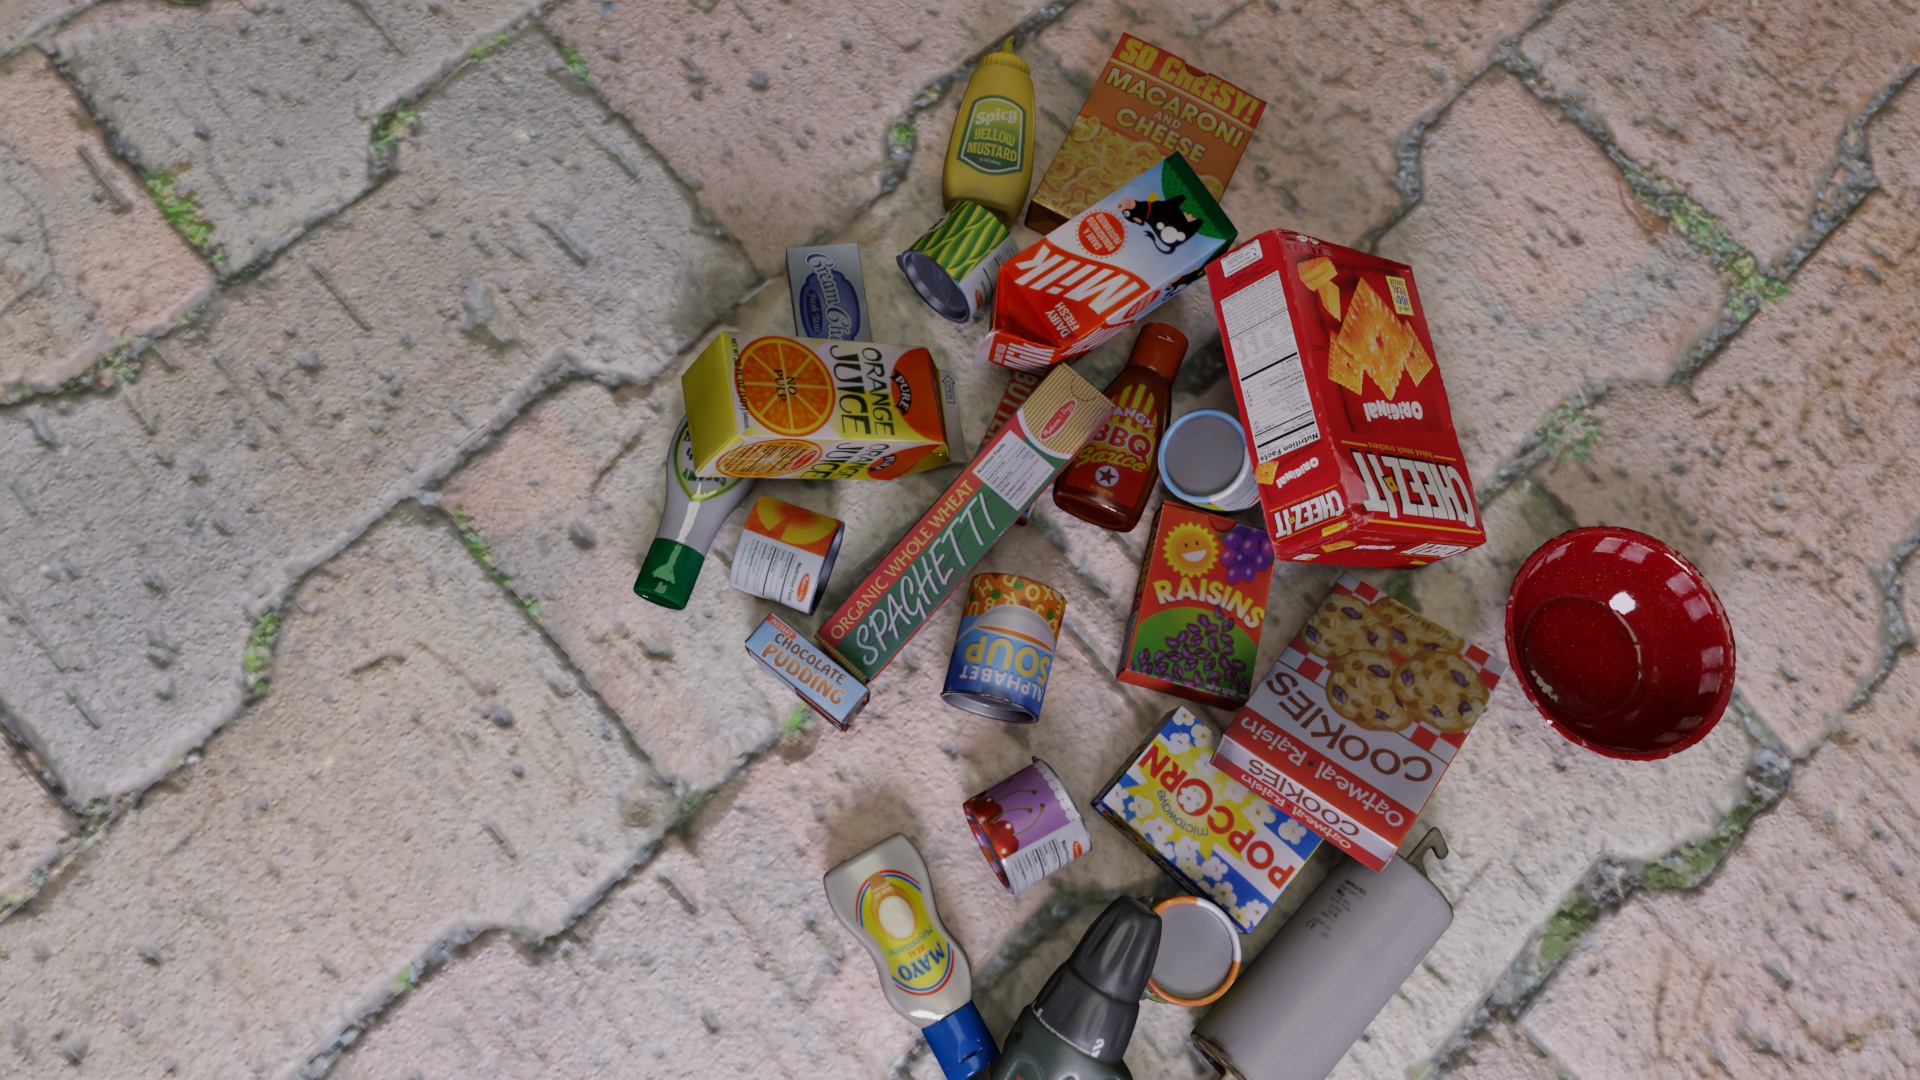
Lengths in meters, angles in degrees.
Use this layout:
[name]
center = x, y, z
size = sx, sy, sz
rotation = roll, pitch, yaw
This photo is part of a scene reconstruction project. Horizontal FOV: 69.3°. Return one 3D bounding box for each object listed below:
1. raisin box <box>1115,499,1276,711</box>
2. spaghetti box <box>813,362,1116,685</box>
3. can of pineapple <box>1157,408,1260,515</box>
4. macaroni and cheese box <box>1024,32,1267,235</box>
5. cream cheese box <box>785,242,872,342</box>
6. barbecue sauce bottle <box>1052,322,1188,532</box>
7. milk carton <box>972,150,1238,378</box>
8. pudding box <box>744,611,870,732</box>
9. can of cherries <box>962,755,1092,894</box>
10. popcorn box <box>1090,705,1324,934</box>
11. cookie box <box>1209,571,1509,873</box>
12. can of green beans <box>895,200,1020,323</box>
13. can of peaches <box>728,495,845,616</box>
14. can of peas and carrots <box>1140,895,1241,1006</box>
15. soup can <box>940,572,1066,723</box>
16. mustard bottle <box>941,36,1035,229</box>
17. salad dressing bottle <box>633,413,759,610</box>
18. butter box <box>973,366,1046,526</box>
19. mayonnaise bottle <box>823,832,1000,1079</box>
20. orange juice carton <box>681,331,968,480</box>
[raisin box]
center = 0.161, 0.044, 0.944
size = 0.086, 0.040, 0.124
rotation = 16, 72, 0
[spaghetti box]
center = 0.003, -0.012, 0.929
size = 0.050, 0.028, 0.250
rotation = 41, 84, 6
[can of pineapple]
center = 0.173, -0.054, 0.952
size = 0.071, 0.058, 0.071
rotation = -4, 80, 27
[macaroni and cheese box]
center = 0.140, -0.283, 1.038
size = 0.124, 0.040, 0.167
rotation = 27, 73, 2
[cream cheese box]
center = -0.092, -0.160, 0.987
size = 0.053, 0.024, 0.104
rotation = -8, 74, -9
[barbecue sauce bottle]
center = 0.119, -0.082, 0.975
size = 0.065, 0.043, 0.149
rotation = 21, 72, 7
[milk carton]
center = 0.088, -0.176, 0.951
size = 0.191, 0.072, 0.073
rotation = -34, 84, -8
[pudding box]
center = -0.098, 0.086, 0.900
size = 0.084, 0.049, 0.030
rotation = 38, 76, 7
[can of cherries]
center = 0.040, 0.179, 0.880
size = 0.058, 0.071, 0.071
rotation = -28, 78, -11
[popcorn box]
center = 0.161, 0.181, 0.903
size = 0.127, 0.038, 0.085
rotation = 41, 74, 7
[cookie box]
center = 0.258, 0.113, 0.897
size = 0.123, 0.040, 0.168
rotation = 32, 57, 20
[can of green beans]
center = 0.001, -0.198, 0.986
size = 0.071, 0.071, 0.058
rotation = 42, 74, 7
[can of peaches]
center = -0.114, 0.009, 0.915
size = 0.058, 0.071, 0.071
rotation = 19, 73, 0
[can of peas and carrots]
center = 0.134, 0.258, 0.868
size = 0.071, 0.058, 0.071
rotation = 1, 73, -5
[soup can]
center = 0.029, 0.070, 0.907
size = 0.071, 0.071, 0.084
rotation = 15, 73, -1
[mustard bottle]
center = 0.025, -0.310, 1.030
size = 0.065, 0.048, 0.160
rotation = 9, 73, -4
[salad dressing bottle]
center = -0.175, -0.027, 0.930
size = 0.064, 0.044, 0.148
rotation = 19, 73, -1
[butter box]
center = 0.042, -0.067, 0.973
size = 0.053, 0.024, 0.104
rotation = 24, 73, 1
[mayonnaise bottle]
center = -0.026, 0.259, 0.860
size = 0.065, 0.041, 0.148
rotation = -27, 77, -14
[orange juice carton]
center = -0.080, -0.086, 0.921
size = 0.193, 0.072, 0.072
rotation = -1, 72, -34
